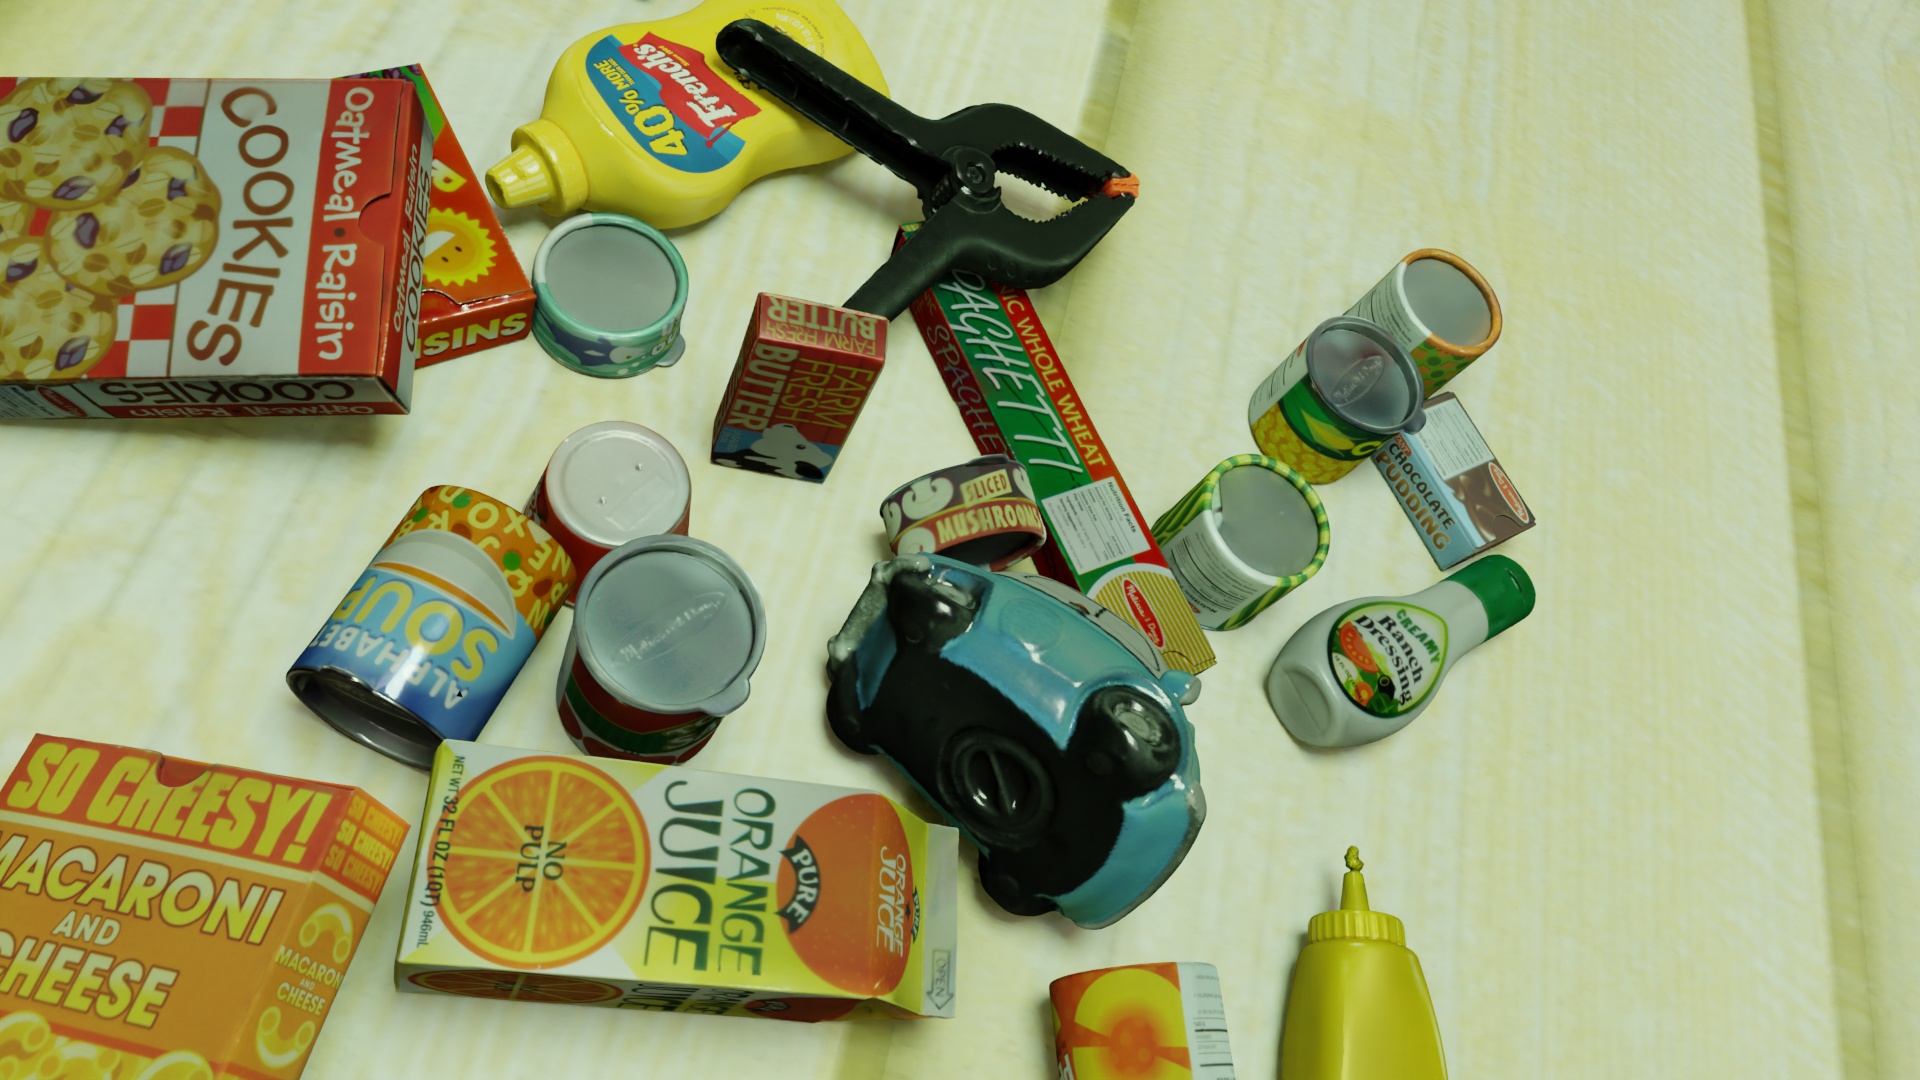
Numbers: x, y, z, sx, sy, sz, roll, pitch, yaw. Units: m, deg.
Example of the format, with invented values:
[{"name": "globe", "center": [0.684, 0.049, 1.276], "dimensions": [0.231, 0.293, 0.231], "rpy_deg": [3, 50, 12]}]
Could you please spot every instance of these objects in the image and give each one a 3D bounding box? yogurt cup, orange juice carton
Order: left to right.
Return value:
[{"name": "yogurt cup", "center": [-0.138, -0.012, 0.549], "dimensions": [0.072, 0.053, 0.072], "rpy_deg": [8, 64, -18]}, {"name": "orange juice carton", "center": [-0.091, 0.125, 0.489], "dimensions": [0.193, 0.072, 0.072], "rpy_deg": [10, 62, -17]}]

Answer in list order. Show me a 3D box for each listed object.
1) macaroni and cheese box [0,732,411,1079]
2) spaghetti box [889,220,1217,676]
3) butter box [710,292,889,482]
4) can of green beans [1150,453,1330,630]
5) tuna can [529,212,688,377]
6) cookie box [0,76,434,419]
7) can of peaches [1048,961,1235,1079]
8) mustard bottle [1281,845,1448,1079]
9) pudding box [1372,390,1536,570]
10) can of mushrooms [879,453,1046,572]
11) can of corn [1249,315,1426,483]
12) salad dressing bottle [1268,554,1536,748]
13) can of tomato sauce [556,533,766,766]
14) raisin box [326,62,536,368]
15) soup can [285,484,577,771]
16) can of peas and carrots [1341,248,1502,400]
[{"name": "macaroni and cheese box", "center": [-0.255, 0.145, 0.405], "dimensions": [0.124, 0.040, 0.167], "rpy_deg": [6, 59, 14]}, {"name": "spaghetti box", "center": [0.039, -0.043, 0.646], "dimensions": [0.050, 0.028, 0.250], "rpy_deg": [-18, 73, -27]}, {"name": "butter box", "center": [-0.068, -0.061, 0.571], "dimensions": [0.053, 0.103, 0.024], "rpy_deg": [9, 62, -16]}, {"name": "can of green beans", "center": [0.128, 0.001, 0.643], "dimensions": [0.071, 0.057, 0.071], "rpy_deg": [9, 63, -17]}, {"name": "tuna can", "center": [-0.150, -0.105, 0.602], "dimensions": [0.071, 0.032, 0.071], "rpy_deg": [8, 63, -17]}, {"name": "cookie box", "center": [-0.288, -0.108, 0.512], "dimensions": [0.168, 0.040, 0.123], "rpy_deg": [-1, 73, -4]}, {"name": "can of peaches", "center": [0.066, 0.193, 0.522], "dimensions": [0.071, 0.071, 0.058], "rpy_deg": [4, 65, -19]}, {"name": "mustard bottle", "center": [0.163, 0.204, 0.563], "dimensions": [0.065, 0.048, 0.161], "rpy_deg": [14, 61, -15]}, {"name": "pudding box", "center": [0.254, -0.031, 0.723], "dimensions": [0.050, 0.030, 0.084], "rpy_deg": [-21, 74, -29]}, {"name": "can of mushrooms", "center": [0.002, -0.007, 0.591], "dimensions": [0.071, 0.070, 0.033], "rpy_deg": [-8, 71, -24]}, {"name": "can of corn", "center": [0.190, -0.068, 0.699], "dimensions": [0.071, 0.058, 0.071], "rpy_deg": [9, 63, -17]}, {"name": "salad dressing bottle", "center": [0.213, 0.048, 0.661], "dimensions": [0.148, 0.043, 0.064], "rpy_deg": [-23, 77, -29]}, {"name": "can of tomato sauce", "center": [-0.111, 0.046, 0.514], "dimensions": [0.071, 0.082, 0.071], "rpy_deg": [9, 63, -17]}, {"name": "raisin box", "center": [-0.242, -0.132, 0.576], "dimensions": [0.086, 0.040, 0.123], "rpy_deg": [-22, 75, -29]}, {"name": "soup can", "center": [-0.188, 0.030, 0.499], "dimensions": [0.071, 0.071, 0.084], "rpy_deg": [28, 59, -6]}, {"name": "can of peas and carrots", "center": [0.247, -0.114, 0.743], "dimensions": [0.071, 0.058, 0.071], "rpy_deg": [8, 64, -17]}]
